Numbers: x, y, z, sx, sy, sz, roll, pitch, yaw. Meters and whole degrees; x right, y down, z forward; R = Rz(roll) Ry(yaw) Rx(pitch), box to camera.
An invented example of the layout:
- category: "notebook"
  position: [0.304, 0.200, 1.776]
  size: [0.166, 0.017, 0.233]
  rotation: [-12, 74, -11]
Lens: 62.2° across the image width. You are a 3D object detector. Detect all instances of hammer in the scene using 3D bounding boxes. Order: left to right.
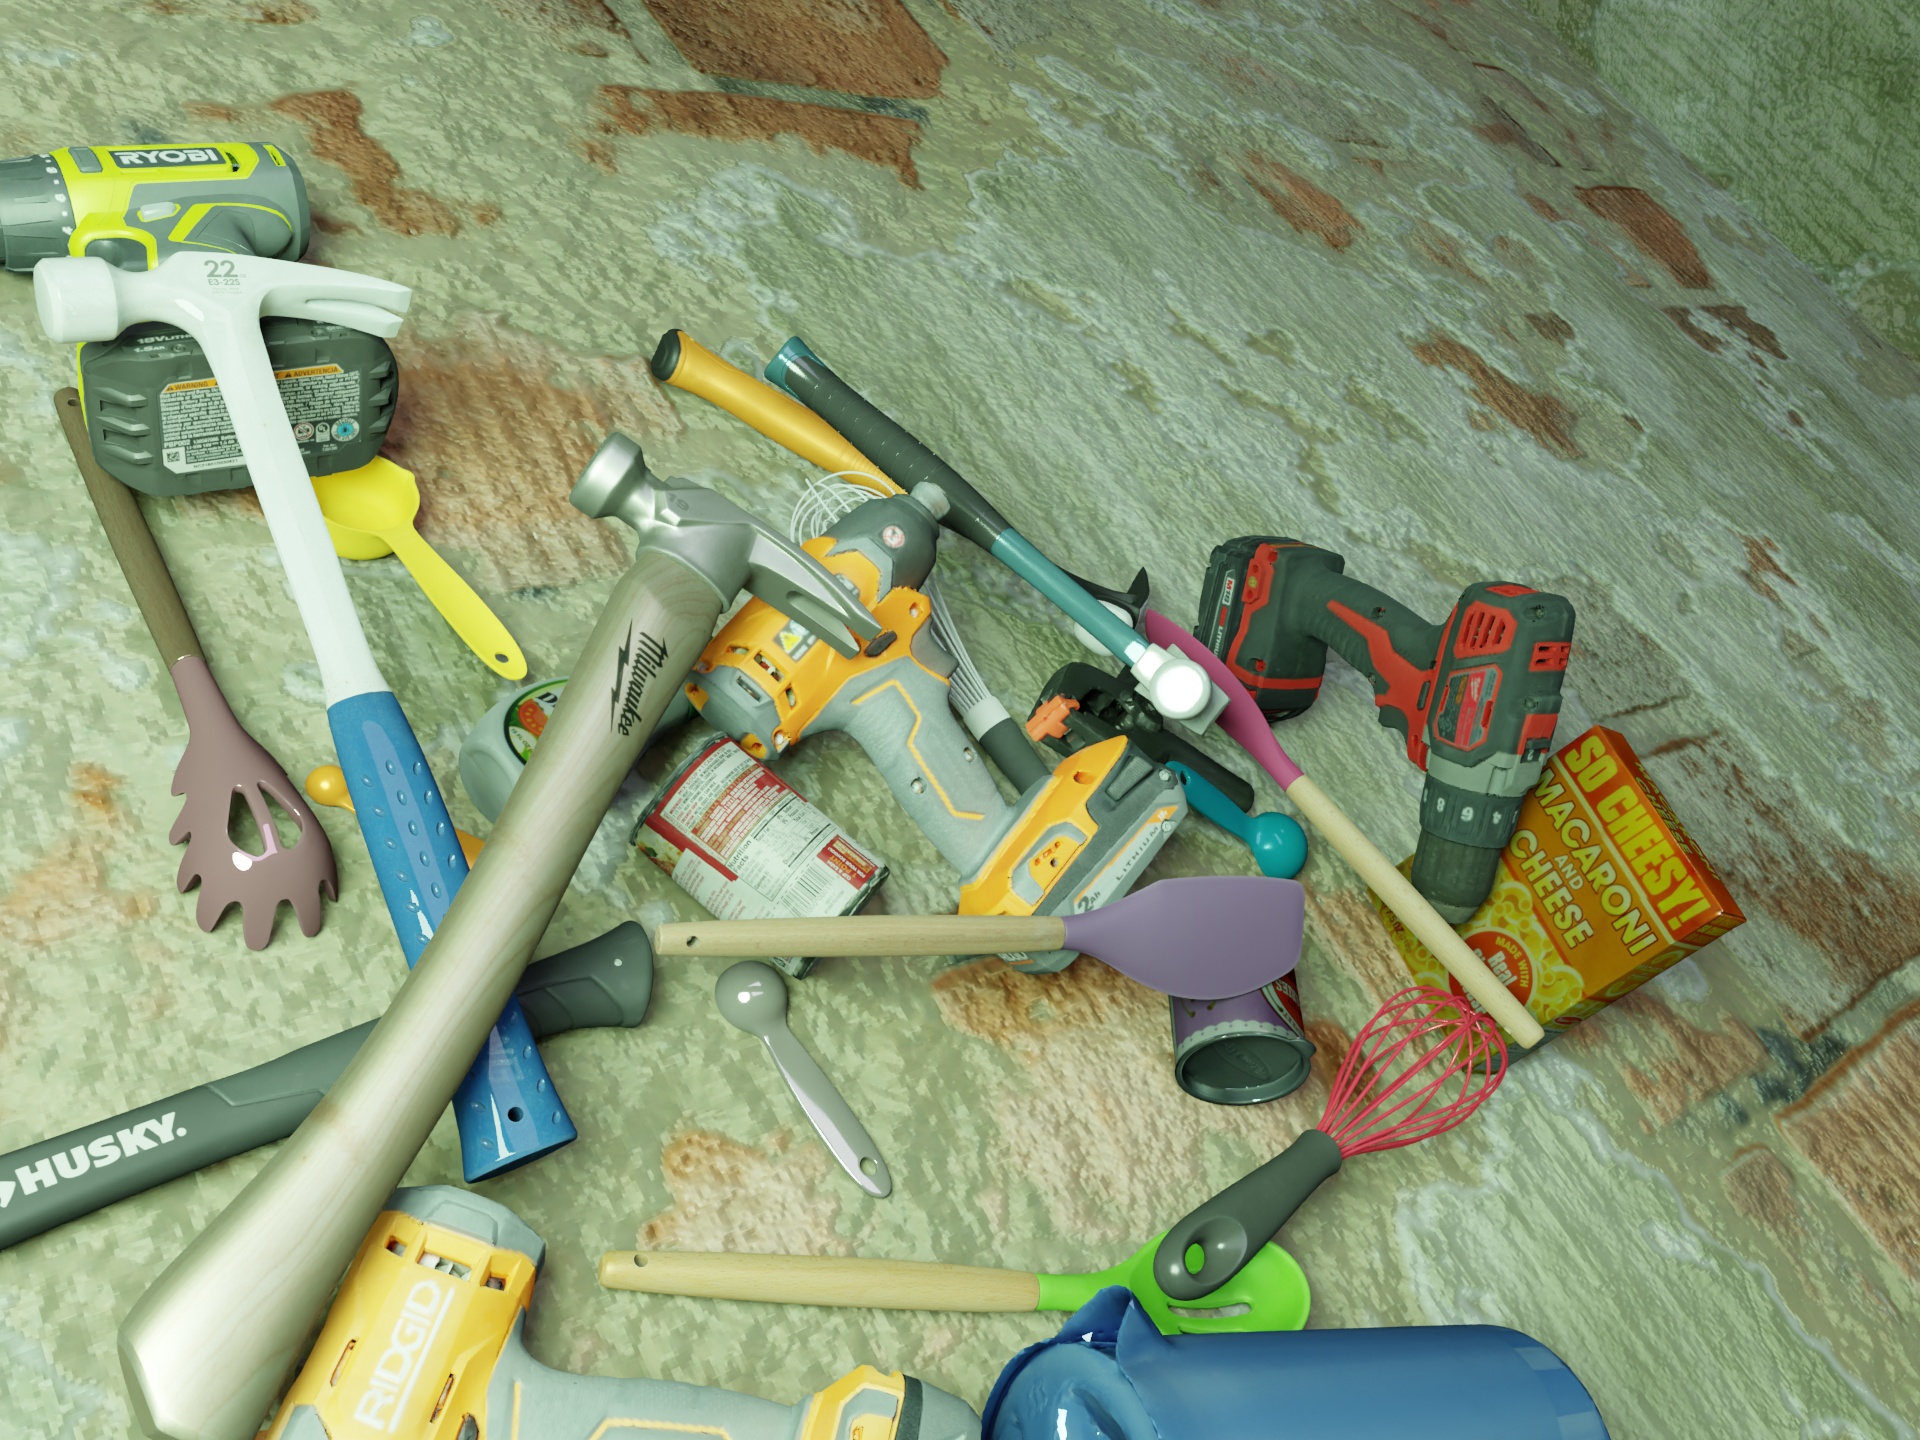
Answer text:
- category: "hammer"
  position: [-0.259, 0.136, 0.583]
  size: [0.334, 0.035, 0.146]
  rotation: [-17, 63, -41]
- category: "hammer"
  position: [-0.237, -0.018, 0.636]
  size: [0.144, 0.035, 0.406]
  rotation: [-14, 73, -36]
- category: "hammer"
  position: [-0.158, 0.066, 0.592]
  size: [0.146, 0.038, 0.411]
  rotation: [33, 52, -15]
- category: "hammer"
  position: [-0.036, -0.145, 0.970]
  size: [0.337, 0.034, 0.127]
  rotation: [30, 19, 3]
- category: "hammer"
  position: [0.014, -0.105, 0.860]
  size: [0.331, 0.033, 0.128]
  rotation: [42, 6, 16]

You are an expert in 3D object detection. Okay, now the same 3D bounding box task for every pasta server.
- category: "pasta server"
  position: [-0.348, -0.037, 0.698]
  size: [0.060, 0.040, 0.316]
  rotation: [-12, 55, -39]

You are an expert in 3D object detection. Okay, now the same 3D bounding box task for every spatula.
- category: "spatula"
  position: [0.021, 0.098, 0.715]
  size: [0.315, 0.018, 0.060]
  rotation: [3, 93, -22]

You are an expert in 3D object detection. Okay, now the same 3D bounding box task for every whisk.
- category: "whisk"
  position: [-0.004, -0.026, 0.881]
  size: [0.070, 0.070, 0.285]
  rotation: [-23, 71, -43]
- category: "whisk"
  position: [0.182, 0.199, 0.766]
  size: [0.296, 0.073, 0.073]
  rotation: [-20, 64, -45]

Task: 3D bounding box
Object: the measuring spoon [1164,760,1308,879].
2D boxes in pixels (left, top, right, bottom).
- category: "measuring spoon"
  position: [0.160, 0.052, 0.896]
  size: [0.128, 0.021, 0.042]
  rotation: [34, 53, -36]

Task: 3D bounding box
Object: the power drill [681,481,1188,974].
- category: "power drill"
  position: [-0.001, -0.002, 0.781]
  size: [0.226, 0.084, 0.164]
  rotation: [42, 71, -5]

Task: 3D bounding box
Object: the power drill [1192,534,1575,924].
- category: "power drill"
  position: [0.234, -0.004, 0.915]
  size: [0.080, 0.188, 0.227]
  rotation: [-2, 19, -37]

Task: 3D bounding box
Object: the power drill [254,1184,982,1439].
- category: "power drill"
  position: [-0.120, 0.271, 0.514]
  size: [0.226, 0.084, 0.185]
  rotation: [22, 43, -6]

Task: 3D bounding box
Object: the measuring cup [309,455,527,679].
- category: "measuring cup"
  position: [-0.266, -0.069, 0.778]
  size: [0.156, 0.029, 0.062]
  rotation: [47, 43, 11]

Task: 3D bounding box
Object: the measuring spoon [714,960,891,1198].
- category: "measuring spoon"
  position: [-0.065, 0.155, 0.699]
  size: [0.034, 0.018, 0.124]
  rotation: [-20, 64, -43]

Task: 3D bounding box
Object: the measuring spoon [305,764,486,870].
- category: "measuring spoon"
  position: [-0.232, 0.049, 0.698]
  size: [0.117, 0.011, 0.021]
  rotation: [28, 42, -7]

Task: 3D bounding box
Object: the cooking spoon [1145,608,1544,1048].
- category: "cooking spoon"
  position: [0.203, 0.054, 0.883]
  size: [0.017, 0.068, 0.319]
  rotation: [-36, 67, -11]

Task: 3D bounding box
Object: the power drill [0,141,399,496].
- category: "power drill"
  position: [-0.394, -0.208, 0.775]
  size: [0.190, 0.080, 0.229]
  rotation: [-17, 52, -34]

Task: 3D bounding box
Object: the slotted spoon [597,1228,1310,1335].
- category: "slotted spoon"
  position: [0.006, 0.235, 0.663]
  size: [0.313, 0.031, 0.070]
  rotation: [10, 33, -21]
